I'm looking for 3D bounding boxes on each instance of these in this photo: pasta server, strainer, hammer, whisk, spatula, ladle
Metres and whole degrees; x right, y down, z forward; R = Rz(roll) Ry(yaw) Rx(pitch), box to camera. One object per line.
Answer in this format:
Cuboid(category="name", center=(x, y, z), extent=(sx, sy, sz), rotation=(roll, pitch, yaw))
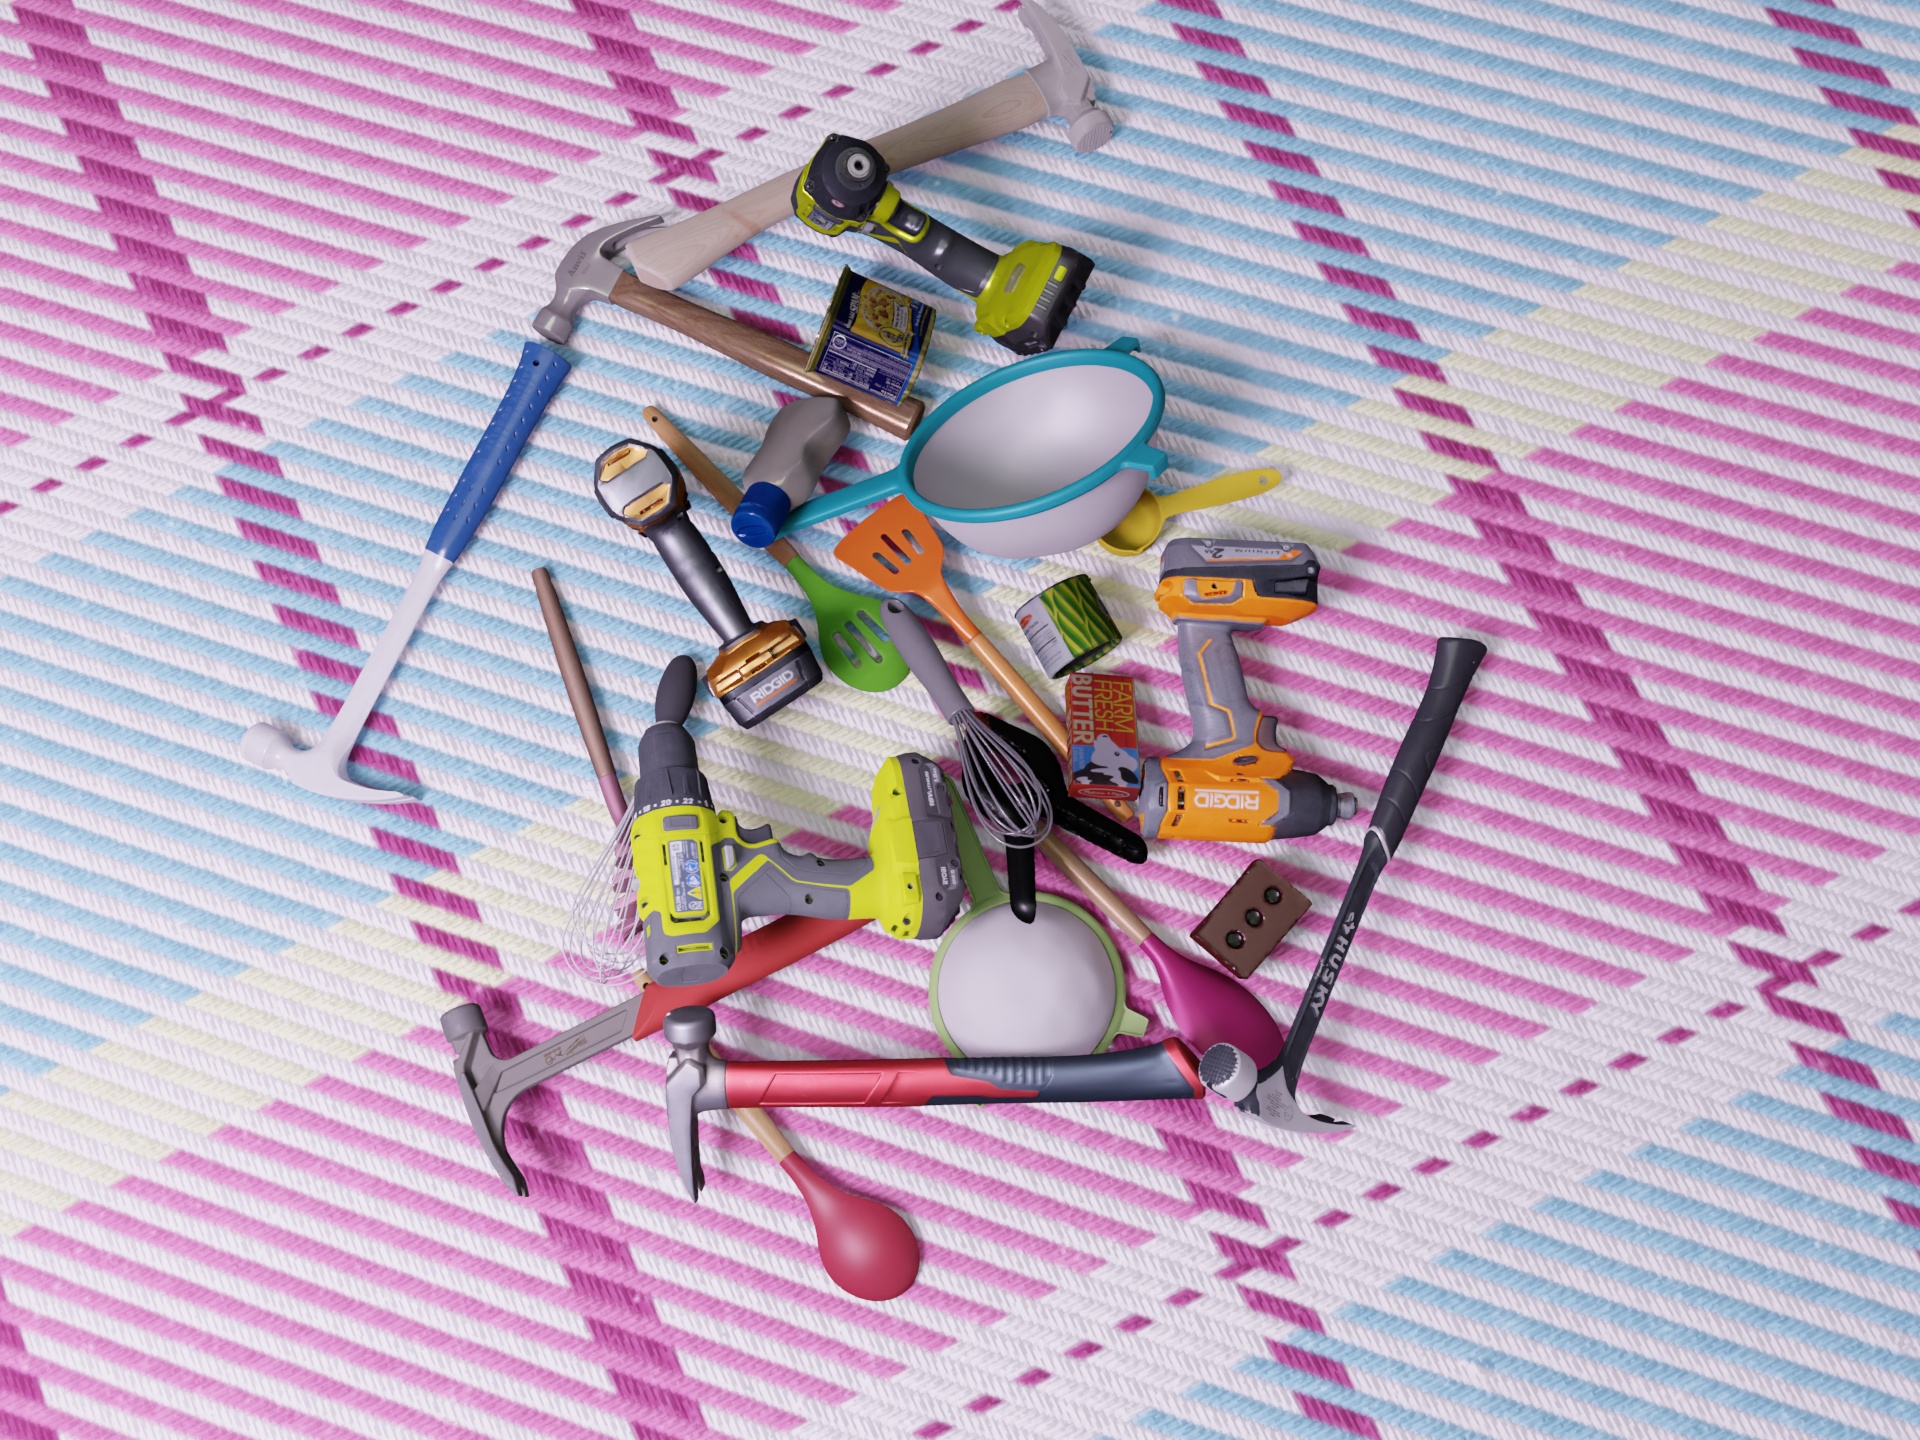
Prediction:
Cuboid(category="pasta server", center=(-0.295, 0.022, 1.256), extent=(0.040, 0.060, 0.316), rotation=(-16, 75, -19))
Cuboid(category="strainer", center=(0.006, -0.171, 1.238), extent=(0.340, 0.095, 0.211), rotation=(-18, 39, 12))
Cuboid(category="strainer", center=(0.029, 0.153, 1.197), extent=(0.151, 0.069, 0.256), rotation=(-23, 81, -1))
Cuboid(category="hammer", center=(-0.182, -0.315, 1.314), extent=(0.331, 0.031, 0.130), rotation=(25, 82, 7))
Cuboid(category="hammer", center=(-0.203, 0.212, 1.200), extent=(0.359, 0.036, 0.149), rotation=(-26, 74, -6))
Cuboid(category="hammer", center=(-0.018, 0.275, 1.146), extent=(0.386, 0.038, 0.143), rotation=(-2, 102, 4))
Cuboid(category="whisk", center=(-0.003, -0.003, 1.196), extent=(0.055, 0.055, 0.239), rotation=(-31, 63, -3))
Cuboid(category="spatula", center=(0.027, -0.045, 1.259), extent=(0.081, 0.041, 0.322), rotation=(-40, 84, -6))
Cuboid(category="whisk", center=(-0.236, 0.068, 1.200), extent=(0.070, 0.070, 0.285), rotation=(6, 58, 4))
Cuboid(category="hammer", center=(0.307, 0.114, 1.182), extent=(0.149, 0.036, 0.409), rotation=(37, 72, -34))
Cuboid(category="hammer", center=(-0.086, -0.467, 1.316), extent=(0.410, 0.038, 0.146), rotation=(-25, 78, -7))
Cuboid(category="ladle", center=(-0.146, 0.309, 1.202), extent=(0.069, 0.031, 0.315), rotation=(-42, 78, -2))
Cuboid(category="hammer", center=(-0.423, -0.121, 1.290), extent=(0.144, 0.035, 0.405), rotation=(25, 82, 8))

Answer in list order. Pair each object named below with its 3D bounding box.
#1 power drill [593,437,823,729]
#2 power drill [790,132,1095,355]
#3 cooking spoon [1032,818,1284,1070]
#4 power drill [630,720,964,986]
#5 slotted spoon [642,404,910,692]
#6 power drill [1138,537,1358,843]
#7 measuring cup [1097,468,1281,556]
Cuboid(category="power drill", center=(-0.199, -0.111, 1.227), extent=(0.084, 0.185, 0.226), rotation=(-34, 99, -3))
Cuboid(category="power drill", center=(-0.018, -0.369, 1.220), extent=(0.223, 0.171, 0.080), rotation=(26, 94, -16))
Cuboid(category="cooking spoon", center=(0.123, 0.148, 1.211), extent=(0.319, 0.017, 0.069), rotation=(44, 58, 13))
Cuboid(category="power drill", center=(-0.125, 0.086, 1.154), extent=(0.228, 0.080, 0.191), rotation=(-3, 65, -17))
Cuboid(category="slotted spoon", center=(-0.154, -0.145, 1.285), extent=(0.070, 0.031, 0.314), rotation=(-43, 79, 0))
Cuboid(category="power drill", center=(0.222, -0.019, 1.214), extent=(0.164, 0.084, 0.226), rotation=(3, 84, 2))
Cuboid(category="measuring cup", center=(0.180, -0.171, 1.270), extent=(0.156, 0.029, 0.062), rotation=(-15, 79, -2))
